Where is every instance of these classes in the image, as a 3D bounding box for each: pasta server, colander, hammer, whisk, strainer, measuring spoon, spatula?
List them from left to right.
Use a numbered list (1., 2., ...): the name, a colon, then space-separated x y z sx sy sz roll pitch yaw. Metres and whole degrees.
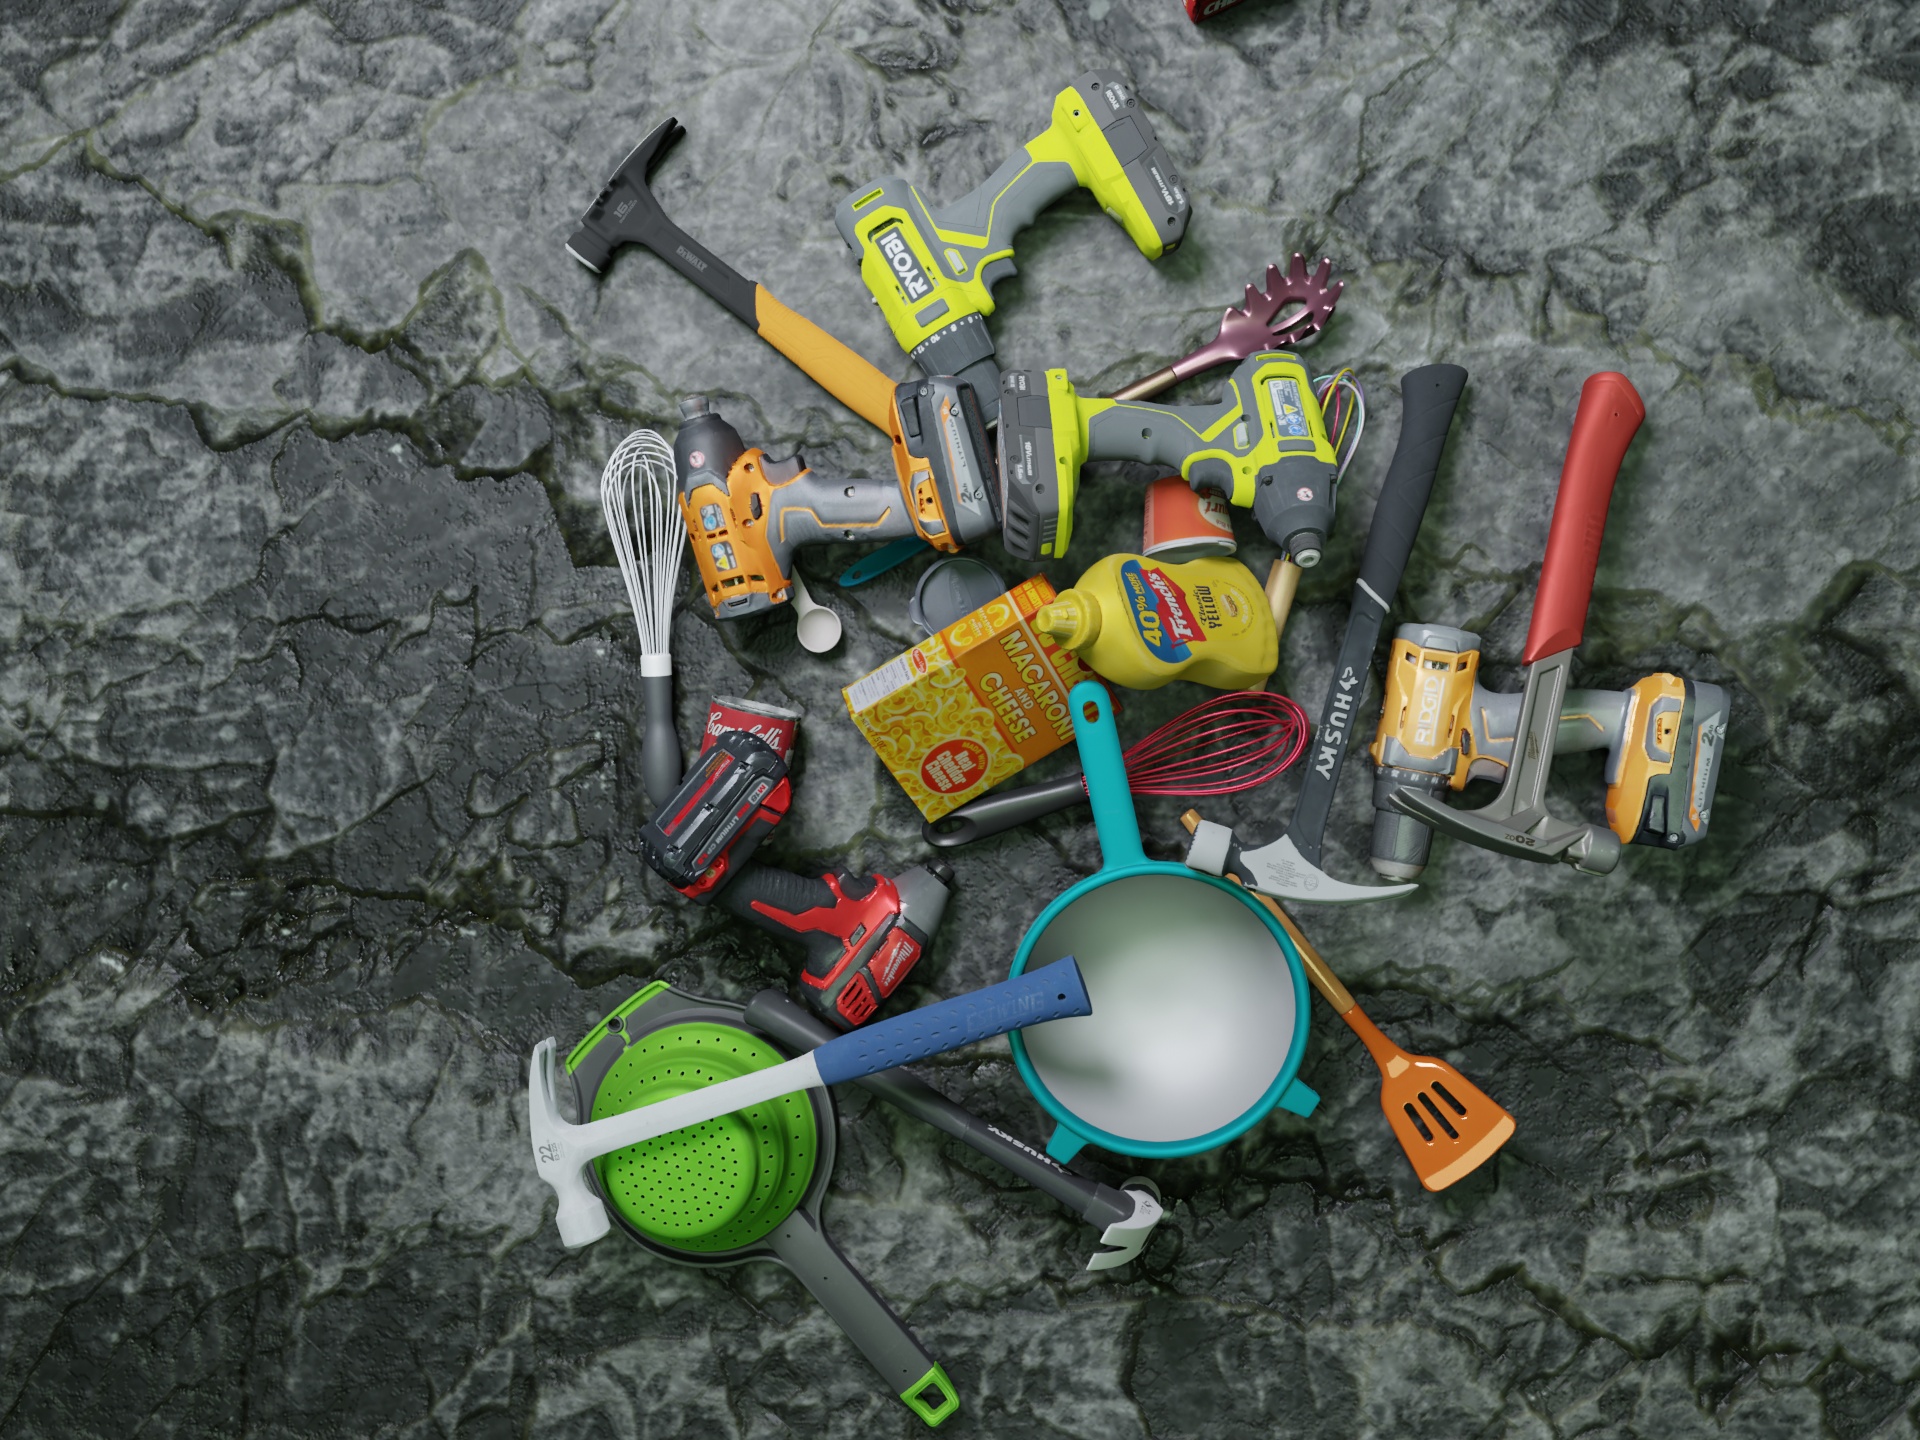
1. whisk: -0.229 -0.074 1.189 0.070 0.070 0.284 -2 96 5
2. colander: -0.143 0.377 1.174 0.204 0.094 0.397 -42 88 5
3. hammer: -0.128 -0.299 1.183 0.337 0.034 0.127 39 96 3
4. measuring spoon: -0.128 -0.106 1.201 0.034 0.018 0.124 -34 82 10
5. hammer: -0.109 0.238 1.100 0.405 0.035 0.144 -19 88 6
6. measuring spoon: -0.031 -0.127 1.189 0.128 0.021 0.042 -26 54 14
7. hammer: -0.010 0.288 1.151 0.335 0.146 0.035 28 95 10
8. whisk: 0.110 0.042 1.163 0.296 0.073 0.073 -18 90 12
9. strainer: 0.125 0.136 1.139 0.211 0.095 0.340 -12 94 5
10. pasta server: 0.130 -0.243 1.158 0.316 0.040 0.060 -26 67 6
11. whisk: 0.242 -0.136 1.152 0.051 0.047 0.245 16 96 2
12. spatula: 0.269 0.193 1.160 0.081 0.041 0.322 -40 87 6
13. hammer: 0.285 -0.066 1.097 0.149 0.036 0.409 18 76 8
14. hammer: 0.398 -0.081 1.077 0.149 0.036 0.359 18 72 0

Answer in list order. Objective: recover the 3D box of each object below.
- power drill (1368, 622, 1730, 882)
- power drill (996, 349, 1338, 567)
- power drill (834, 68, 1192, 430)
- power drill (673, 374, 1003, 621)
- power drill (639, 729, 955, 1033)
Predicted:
1. power drill: 0.404 0.037 1.126 0.226 0.084 0.185 10 92 9
2. power drill: 0.140 -0.173 1.080 0.223 0.080 0.171 -2 57 -2
3. power drill: 0.047 -0.338 1.146 0.228 0.080 0.190 -30 94 7
4. power drill: -0.094 -0.175 1.132 0.226 0.084 0.164 -14 100 14
5. power drill: -0.107 0.112 1.138 0.219 0.079 0.143 44 82 -26
